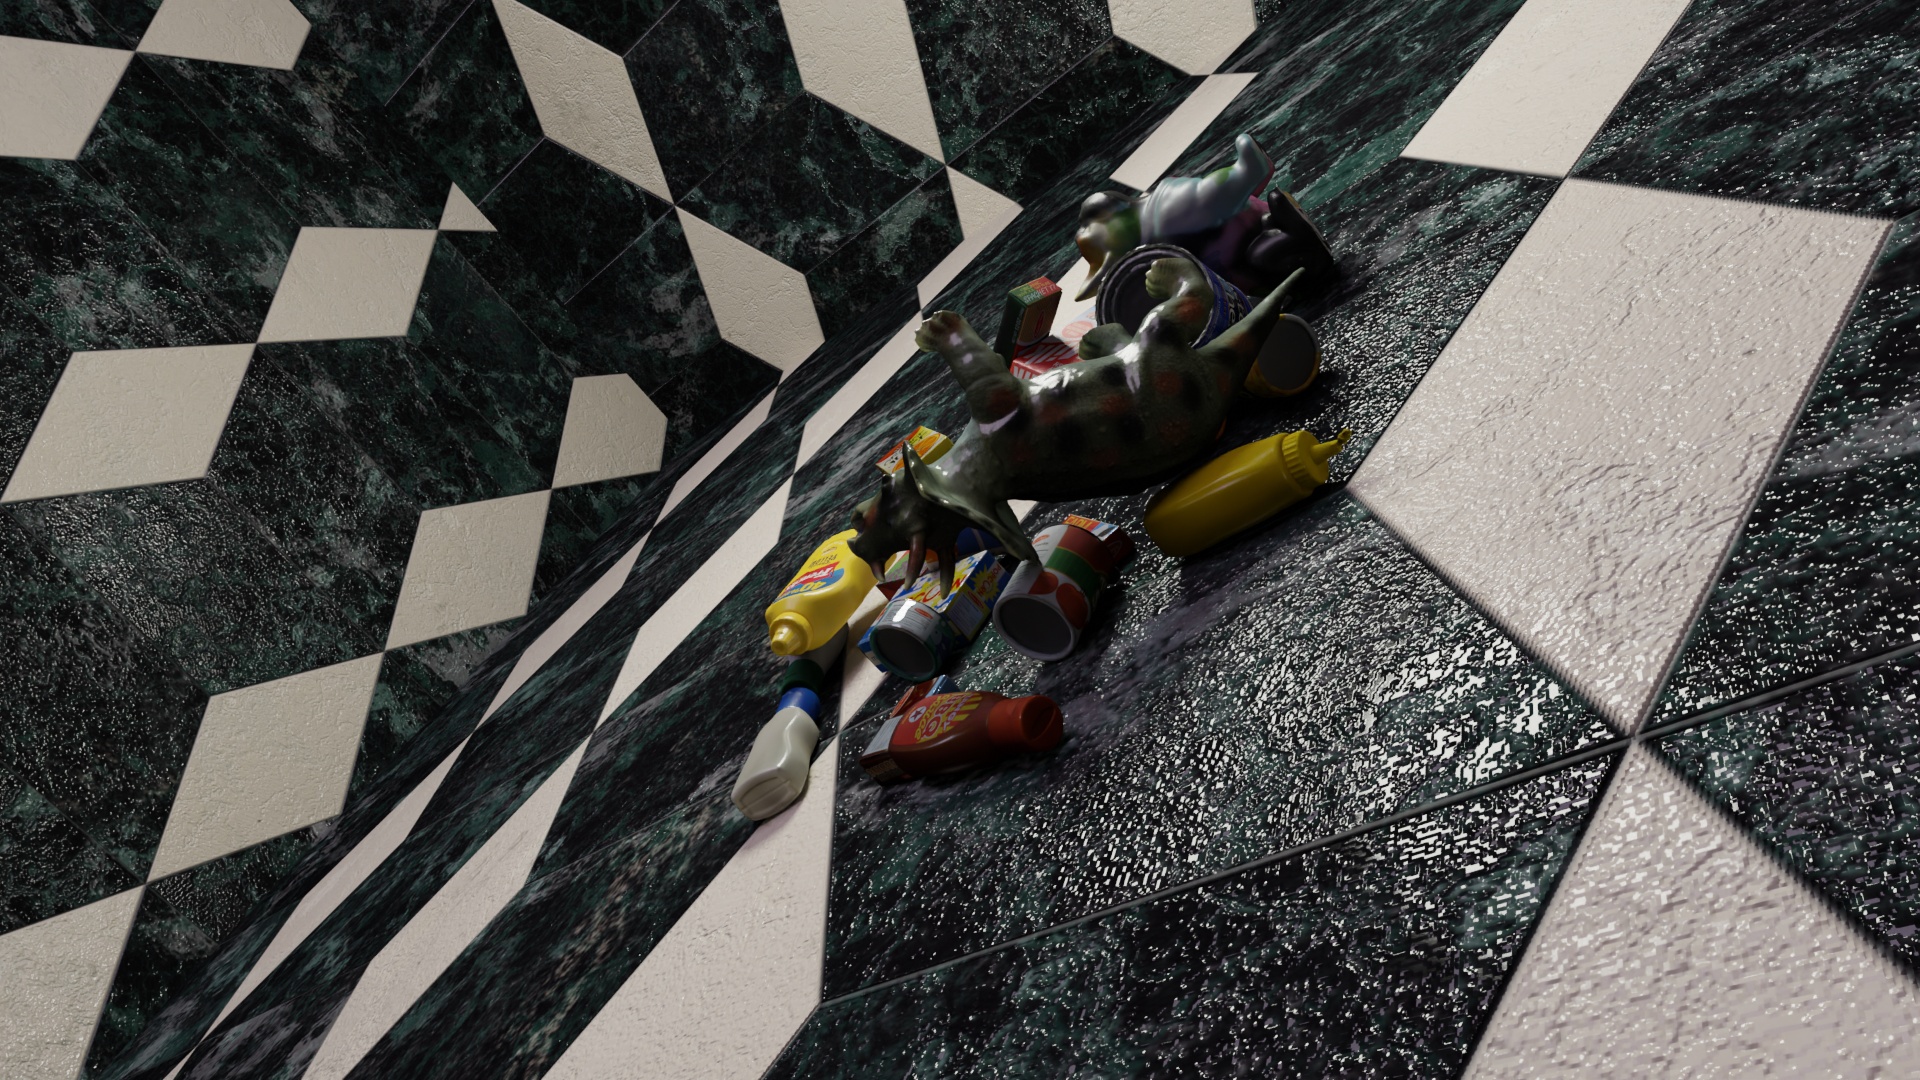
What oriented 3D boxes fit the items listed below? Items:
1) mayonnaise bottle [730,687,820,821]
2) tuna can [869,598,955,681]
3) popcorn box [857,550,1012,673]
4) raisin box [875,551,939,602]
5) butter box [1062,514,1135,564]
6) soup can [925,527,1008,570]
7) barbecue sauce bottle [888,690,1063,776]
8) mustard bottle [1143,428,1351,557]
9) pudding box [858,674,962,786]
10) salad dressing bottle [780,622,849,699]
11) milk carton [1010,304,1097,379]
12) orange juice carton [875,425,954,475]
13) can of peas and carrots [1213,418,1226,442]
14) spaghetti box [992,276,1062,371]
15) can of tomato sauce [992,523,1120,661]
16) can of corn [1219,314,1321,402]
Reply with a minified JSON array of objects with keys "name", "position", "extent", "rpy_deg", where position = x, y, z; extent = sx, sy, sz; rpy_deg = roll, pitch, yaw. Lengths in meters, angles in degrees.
[{"name":"mayonnaise bottle","position":[-0.152,0.179,1.201],"extent":[0.064,0.041,0.149],"rpy_deg":[-33,16,19]},{"name":"tuna can","position":[-0.040,0.085,1.156],"extent":[0.071,0.071,0.033],"rpy_deg":[-24,24,46]},{"name":"popcorn box","position":[-0.024,0.063,1.220],"extent":[0.126,0.038,0.085],"rpy_deg":[-23,22,46]},{"name":"raisin box","position":[-0.015,0.010,1.343],"extent":[0.124,0.040,0.086],"rpy_deg":[-49,17,-29]},{"name":"butter box","position":[0.096,0.008,1.122],"extent":[0.053,0.024,0.103],"rpy_deg":[-42,16,-9]},{"name":"soup can","position":[0.004,-0.016,1.257],"extent":[0.084,0.071,0.071],"rpy_deg":[-13,19,2]},{"name":"barbecue sauce bottle","position":[0.012,0.130,0.952],"extent":[0.148,0.043,0.065],"rpy_deg":[-17,27,54]},{"name":"mustard bottle","position":[0.202,-0.038,0.961],"extent":[0.159,0.048,0.066],"rpy_deg":[-26,17,39]},{"name":"pudding box","position":[-0.035,0.143,1.047],"extent":[0.049,0.030,0.084],"rpy_deg":[-25,21,45]},{"name":"salad dressing bottle","position":[-0.145,0.113,1.357],"extent":[0.064,0.044,0.148],"rpy_deg":[-28,20,16]},{"name":"milk carton","position":[0.120,-0.162,1.345],"extent":[0.191,0.073,0.072],"rpy_deg":[-36,41,-22]},{"name":"orange juice carton","position":[-0.039,-0.078,1.572],"extent":[0.072,0.073,0.193],"rpy_deg":[-42,15,-4]},{"name":"can of peas and carrots","position":[0.180,-0.103,1.155],"extent":[0.058,0.071,0.071],"rpy_deg":[-19,26,43]},{"name":"spaghetti box","position":[0.048,-0.153,1.393],"extent":[0.050,0.029,0.248],"rpy_deg":[-29,-30,-34]},{"name":"can of tomato sauce","position":[0.071,0.039,1.026],"extent":[0.071,0.071,0.083],"rpy_deg":[-26,22,43]},{"name":"can of corn","position":[0.246,-0.145,1.119],"extent":[0.071,0.071,0.058],"rpy_deg":[-45,16,-14]}]
